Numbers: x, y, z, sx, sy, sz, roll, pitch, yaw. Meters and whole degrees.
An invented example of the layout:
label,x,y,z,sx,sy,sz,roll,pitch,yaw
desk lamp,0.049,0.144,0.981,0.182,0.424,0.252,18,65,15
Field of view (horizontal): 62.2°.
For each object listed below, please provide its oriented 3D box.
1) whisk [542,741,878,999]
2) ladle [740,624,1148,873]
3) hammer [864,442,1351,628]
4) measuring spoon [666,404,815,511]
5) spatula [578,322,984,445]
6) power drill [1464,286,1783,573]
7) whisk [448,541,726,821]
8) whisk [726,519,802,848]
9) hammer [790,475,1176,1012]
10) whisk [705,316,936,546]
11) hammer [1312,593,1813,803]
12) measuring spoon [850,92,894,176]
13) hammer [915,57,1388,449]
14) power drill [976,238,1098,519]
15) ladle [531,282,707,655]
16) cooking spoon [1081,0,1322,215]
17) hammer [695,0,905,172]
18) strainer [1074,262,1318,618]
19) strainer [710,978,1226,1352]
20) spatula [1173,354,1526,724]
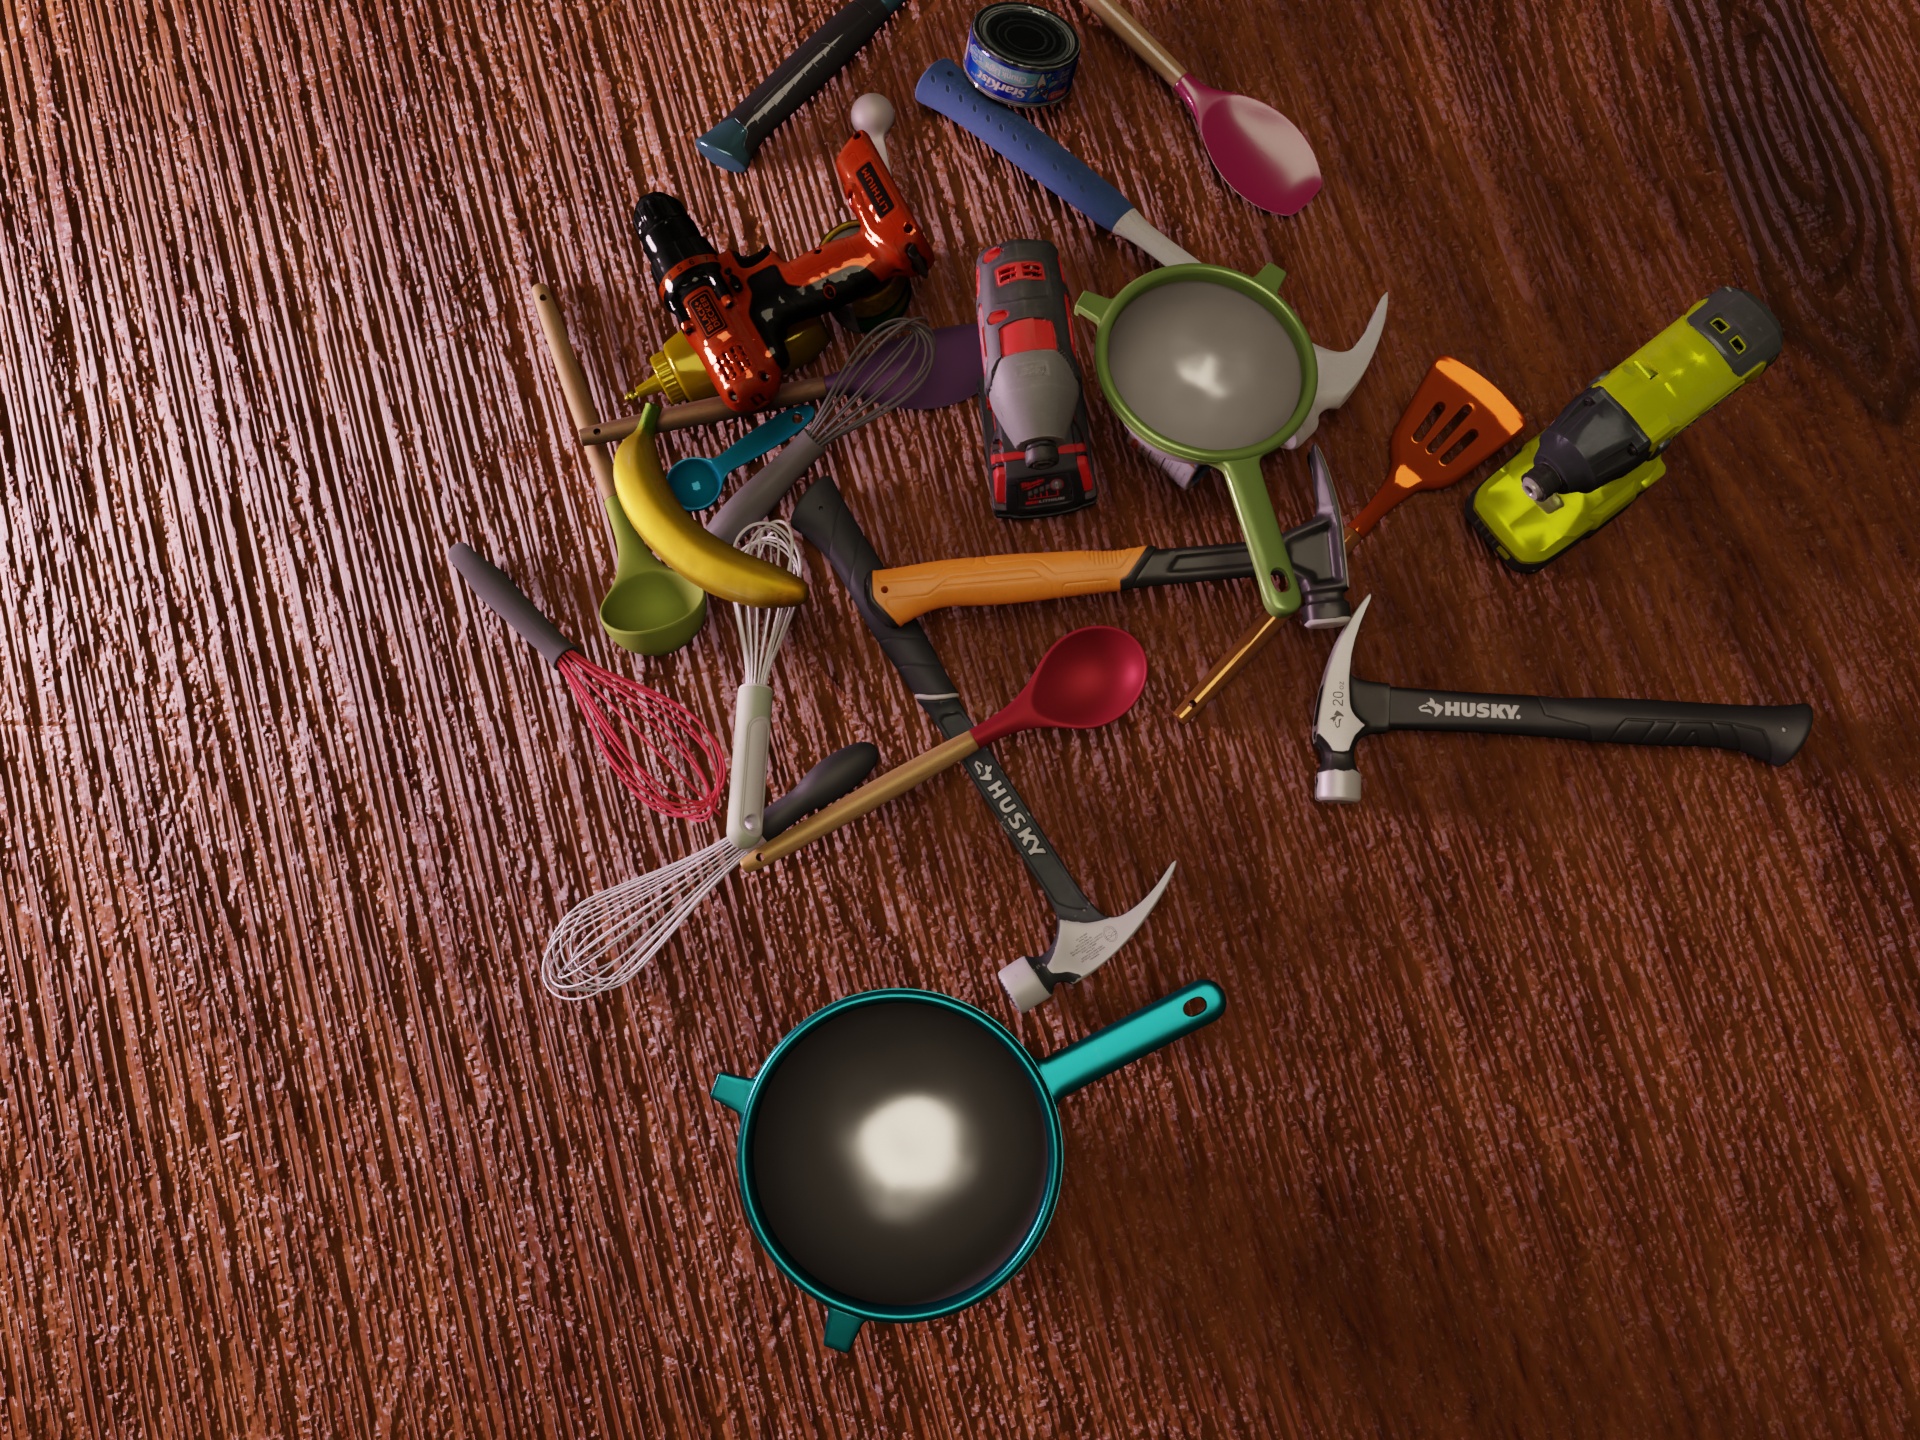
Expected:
label,x,y,z,sx,sy,sz,roll,pitch,yaw
whisk,-0.176,0.101,1.128,0.284,0.070,0.070,-36,80,-7
ladle,-0.013,0.027,1.104,0.315,0.031,0.069,-29,81,-1
hammer,0.099,-0.113,1.118,0.337,0.034,0.127,-6,84,3
measuring spoon,-0.163,-0.198,1.195,0.128,0.021,0.042,-35,79,-11
spatula,-0.125,-0.240,1.178,0.316,0.018,0.060,-13,86,-6
power drill,0.415,-0.177,1.039,0.171,0.223,0.080,-37,80,-2
whisk,-0.273,-0.033,1.154,0.296,0.073,0.073,43,86,15
whisk,-0.144,-0.029,1.129,0.059,0.057,0.246,-17,64,45
hammer,-0.002,-0.004,1.139,0.149,0.036,0.409,-32,80,-2
whisk,-0.107,-0.204,1.160,0.239,0.055,0.055,-43,80,11
hammer,0.417,-0.008,1.108,0.335,0.035,0.146,3,82,5
measuring spoon,-0.063,-0.426,1.220,0.034,0.018,0.124,-7,81,3
hammer,0.133,-0.366,1.176,0.406,0.035,0.144,41,68,13
power drill,0.050,-0.215,1.075,0.078,0.219,0.143,-7,80,3
ladle,-0.266,-0.193,1.180,0.078,0.062,0.320,-19,77,-13
cooking spoon,0.149,-0.501,1.202,0.069,0.017,0.319,-45,88,-3
hammer,-0.073,-0.546,1.232,0.331,0.033,0.128,-45,81,-3
strainer,0.173,-0.179,1.063,0.151,0.069,0.256,-12,74,-11
strainer,0.019,0.256,1.067,0.340,0.095,0.211,-26,83,-2
spatula,0.265,-0.119,1.135,0.081,0.041,0.322,43,87,9
